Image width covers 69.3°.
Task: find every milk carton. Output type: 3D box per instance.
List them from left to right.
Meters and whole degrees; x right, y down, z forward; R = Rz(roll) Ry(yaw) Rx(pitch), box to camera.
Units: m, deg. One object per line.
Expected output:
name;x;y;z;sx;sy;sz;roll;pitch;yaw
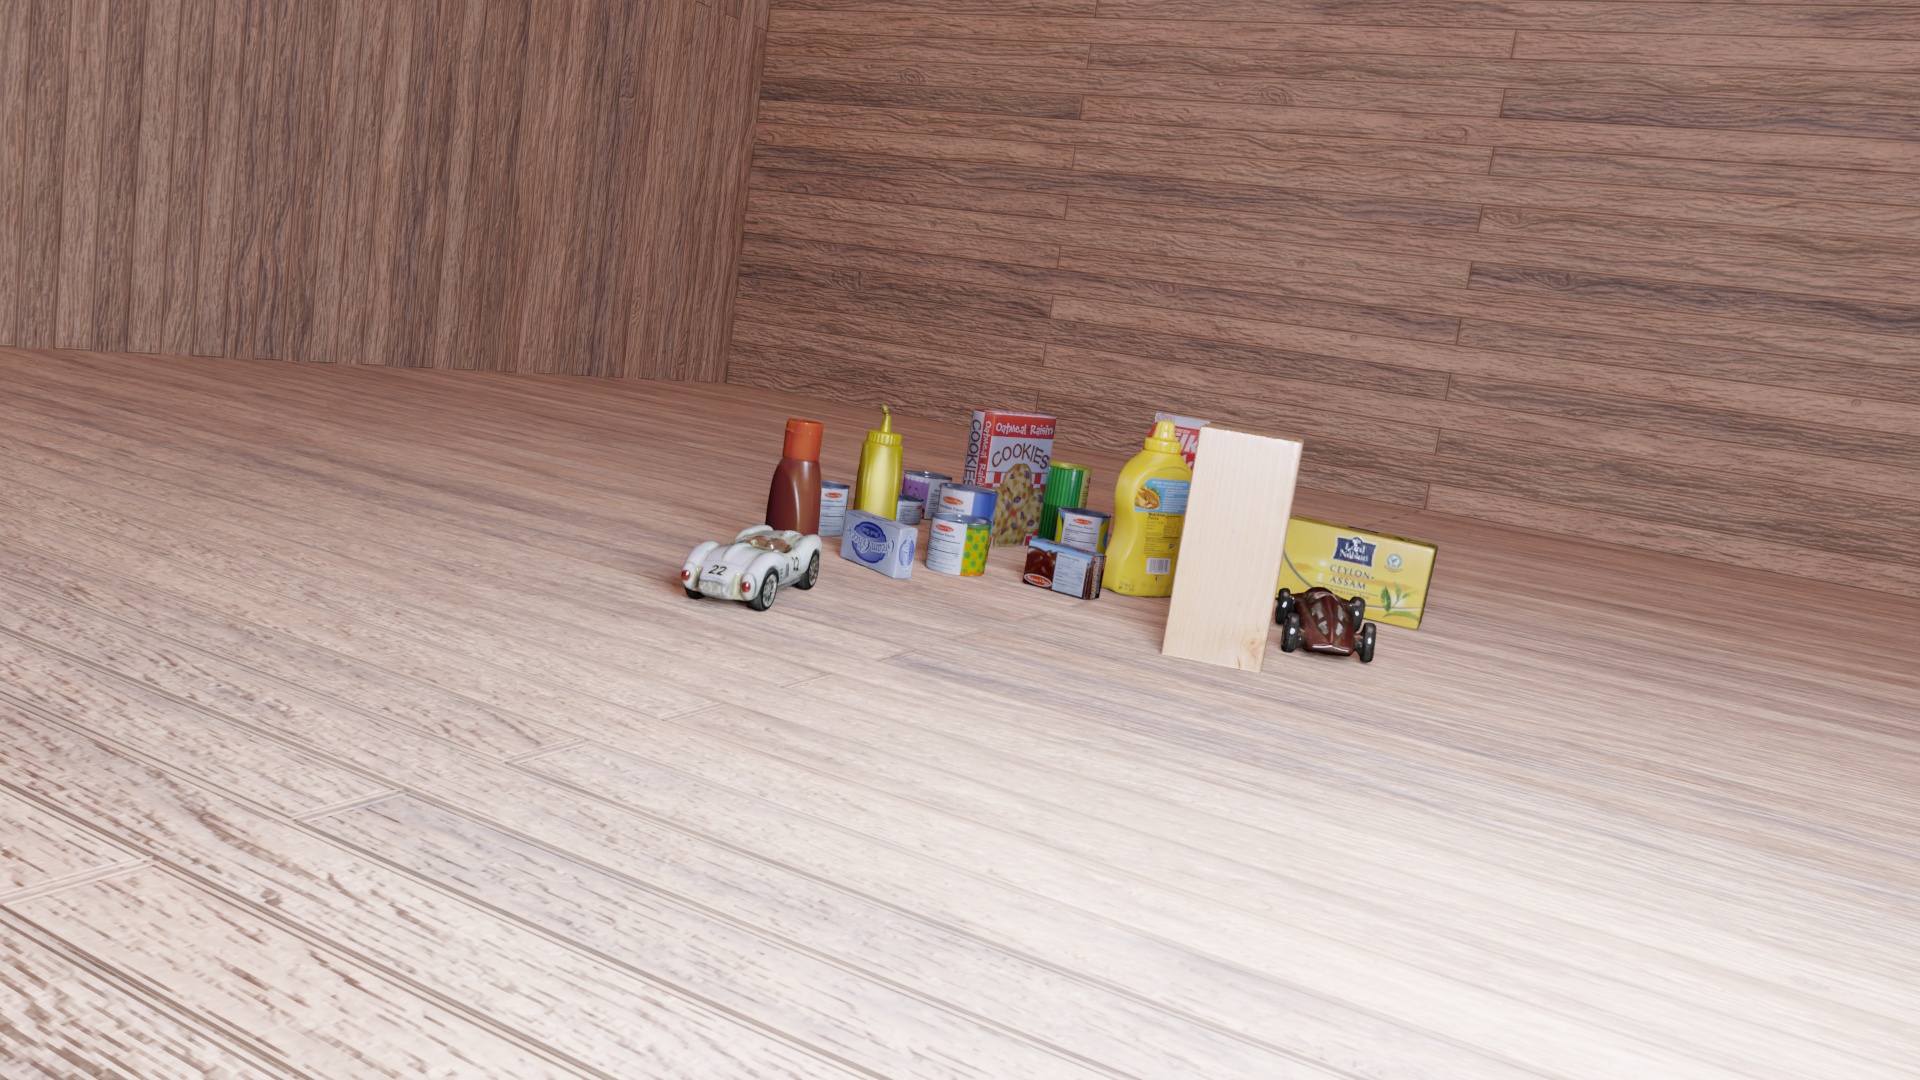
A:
milk carton;0.262;-0.060;1.729;0.072;0.190;0.073;11;9;22

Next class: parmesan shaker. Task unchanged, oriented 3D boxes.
parmesan shaker;0.132;-0.048;1.822;0.071;0.103;0.071;8;8;-1

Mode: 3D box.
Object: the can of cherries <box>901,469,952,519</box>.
can of cherries;-0.049;-0.062;1.889;0.071;0.058;0.071;8;8;-1

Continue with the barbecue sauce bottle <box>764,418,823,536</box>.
barbecue sauce bottle;-0.163;-0.045;1.374;0.044;0.148;0.065;1;11;-42

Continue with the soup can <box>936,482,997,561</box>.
soup can;0.006;-0.020;1.583;0.071;0.083;0.071;8;8;-1

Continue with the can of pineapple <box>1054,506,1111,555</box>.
can of pineapple;0.151;-0.008;1.728;0.071;0.057;0.071;8;8;-1

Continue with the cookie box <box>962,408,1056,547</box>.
cookie box;0.056;-0.078;1.728;0.040;0.167;0.123;15;11;40

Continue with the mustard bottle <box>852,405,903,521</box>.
mustard bottle;-0.093;-0.075;1.599;0.049;0.160;0.065;6;8;-15

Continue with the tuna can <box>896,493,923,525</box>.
tuna can;-0.085;-0.043;1.813;0.071;0.032;0.071;8;9;-1

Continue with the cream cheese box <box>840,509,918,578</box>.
cream cheese box;-0.085;0.003;1.448;0.024;0.053;0.104;2;11;-39

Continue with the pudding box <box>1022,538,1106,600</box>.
pudding box;0.110;0.030;1.471;0.084;0.049;0.030;15;10;37

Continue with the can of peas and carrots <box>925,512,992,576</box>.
can of peas and carrots;-0.001;0.004;1.507;0.071;0.058;0.071;8;8;-1

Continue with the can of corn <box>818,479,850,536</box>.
can of corn;-0.167;-0.040;1.634;0.071;0.058;0.071;8;8;-1
